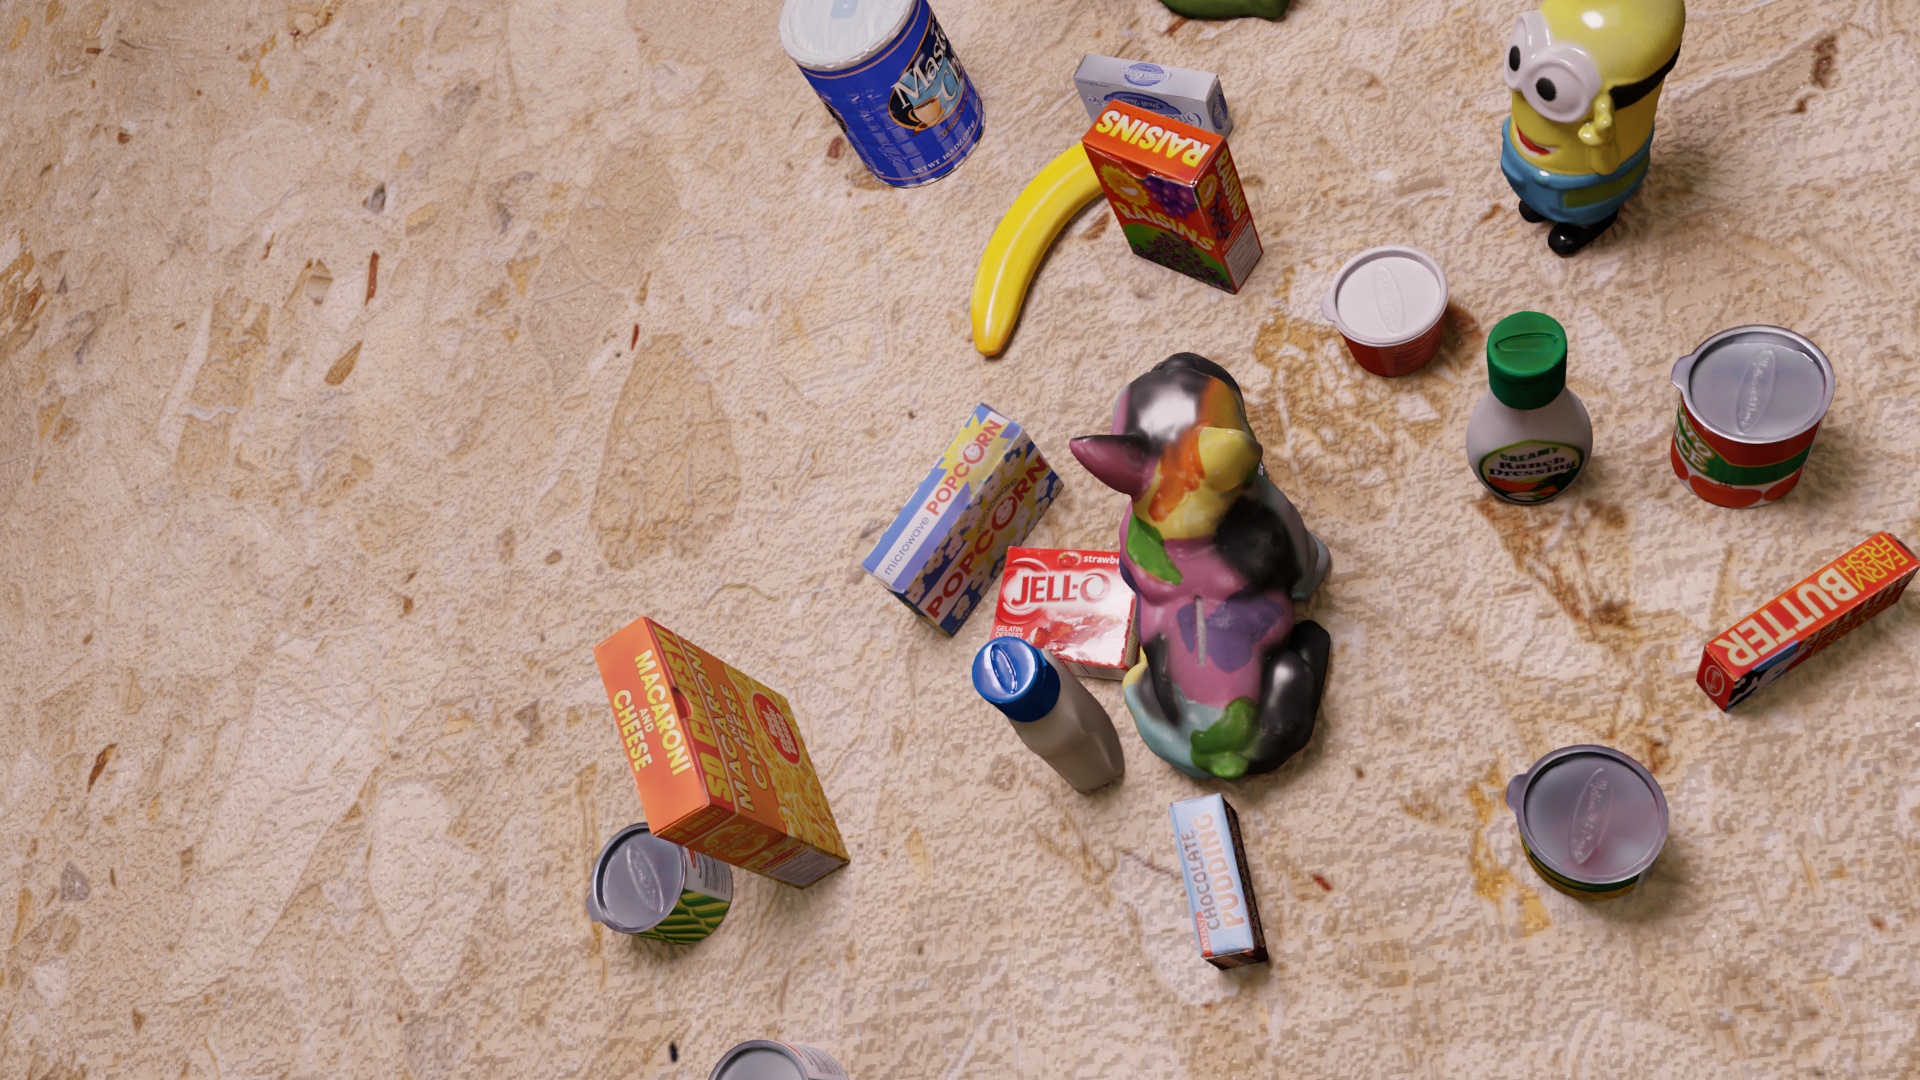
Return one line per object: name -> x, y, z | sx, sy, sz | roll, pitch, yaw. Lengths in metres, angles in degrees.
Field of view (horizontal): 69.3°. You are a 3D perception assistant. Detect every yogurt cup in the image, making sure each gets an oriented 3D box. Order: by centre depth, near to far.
yogurt cup -> 0.257, -0.134, 0.829 | 0.072, 0.054, 0.072 | -9, 64, 19

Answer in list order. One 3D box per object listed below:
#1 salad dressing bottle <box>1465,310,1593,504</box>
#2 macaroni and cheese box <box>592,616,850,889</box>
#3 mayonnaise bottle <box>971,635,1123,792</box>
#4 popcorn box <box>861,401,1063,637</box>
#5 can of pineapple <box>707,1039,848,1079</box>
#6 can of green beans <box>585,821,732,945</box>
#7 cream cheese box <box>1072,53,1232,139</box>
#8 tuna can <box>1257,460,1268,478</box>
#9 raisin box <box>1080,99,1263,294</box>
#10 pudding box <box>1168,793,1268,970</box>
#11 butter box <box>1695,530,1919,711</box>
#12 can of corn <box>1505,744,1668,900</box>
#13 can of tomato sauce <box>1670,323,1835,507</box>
salad dressing bottle -> 0.297, -0.067, 0.727 | 0.064, 0.147, 0.044 | -4, 66, 21
macaroni and cheese box -> -0.135, 0.126, 0.808 | 0.040, 0.166, 0.124 | -32, 59, 7
mayonnaise bottle -> 0.048, 0.092, 0.758 | 0.041, 0.147, 0.065 | -28, 59, 9
popcorn box -> 0.003, -0.011, 0.861 | 0.038, 0.085, 0.127 | 32, 82, 31
can of pineapple -> -0.101, 0.315, 0.771 | 0.071, 0.057, 0.071 | -9, 64, 19
can of green beans -> -0.183, 0.211, 0.853 | 0.071, 0.057, 0.071 | -9, 64, 19
cream cheese box -> 0.133, -0.304, 0.959 | 0.104, 0.053, 0.024 | 21, 77, 29
tuna can -> 0.154, -0.030, 0.837 | 0.071, 0.032, 0.071 | -9, 64, 19
raisin box -> 0.135, -0.215, 0.877 | 0.086, 0.123, 0.040 | 32, 82, 31
pudding box -> 0.137, 0.181, 0.737 | 0.030, 0.049, 0.084 | -16, 62, 16
butter box -> 0.414, 0.040, 0.683 | 0.103, 0.053, 0.024 | -35, 59, 5
can of corn -> 0.306, 0.138, 0.681 | 0.071, 0.058, 0.071 | -9, 64, 19
can of tomato sauce -> 0.404, -0.062, 0.717 | 0.071, 0.083, 0.071 | -9, 64, 19
